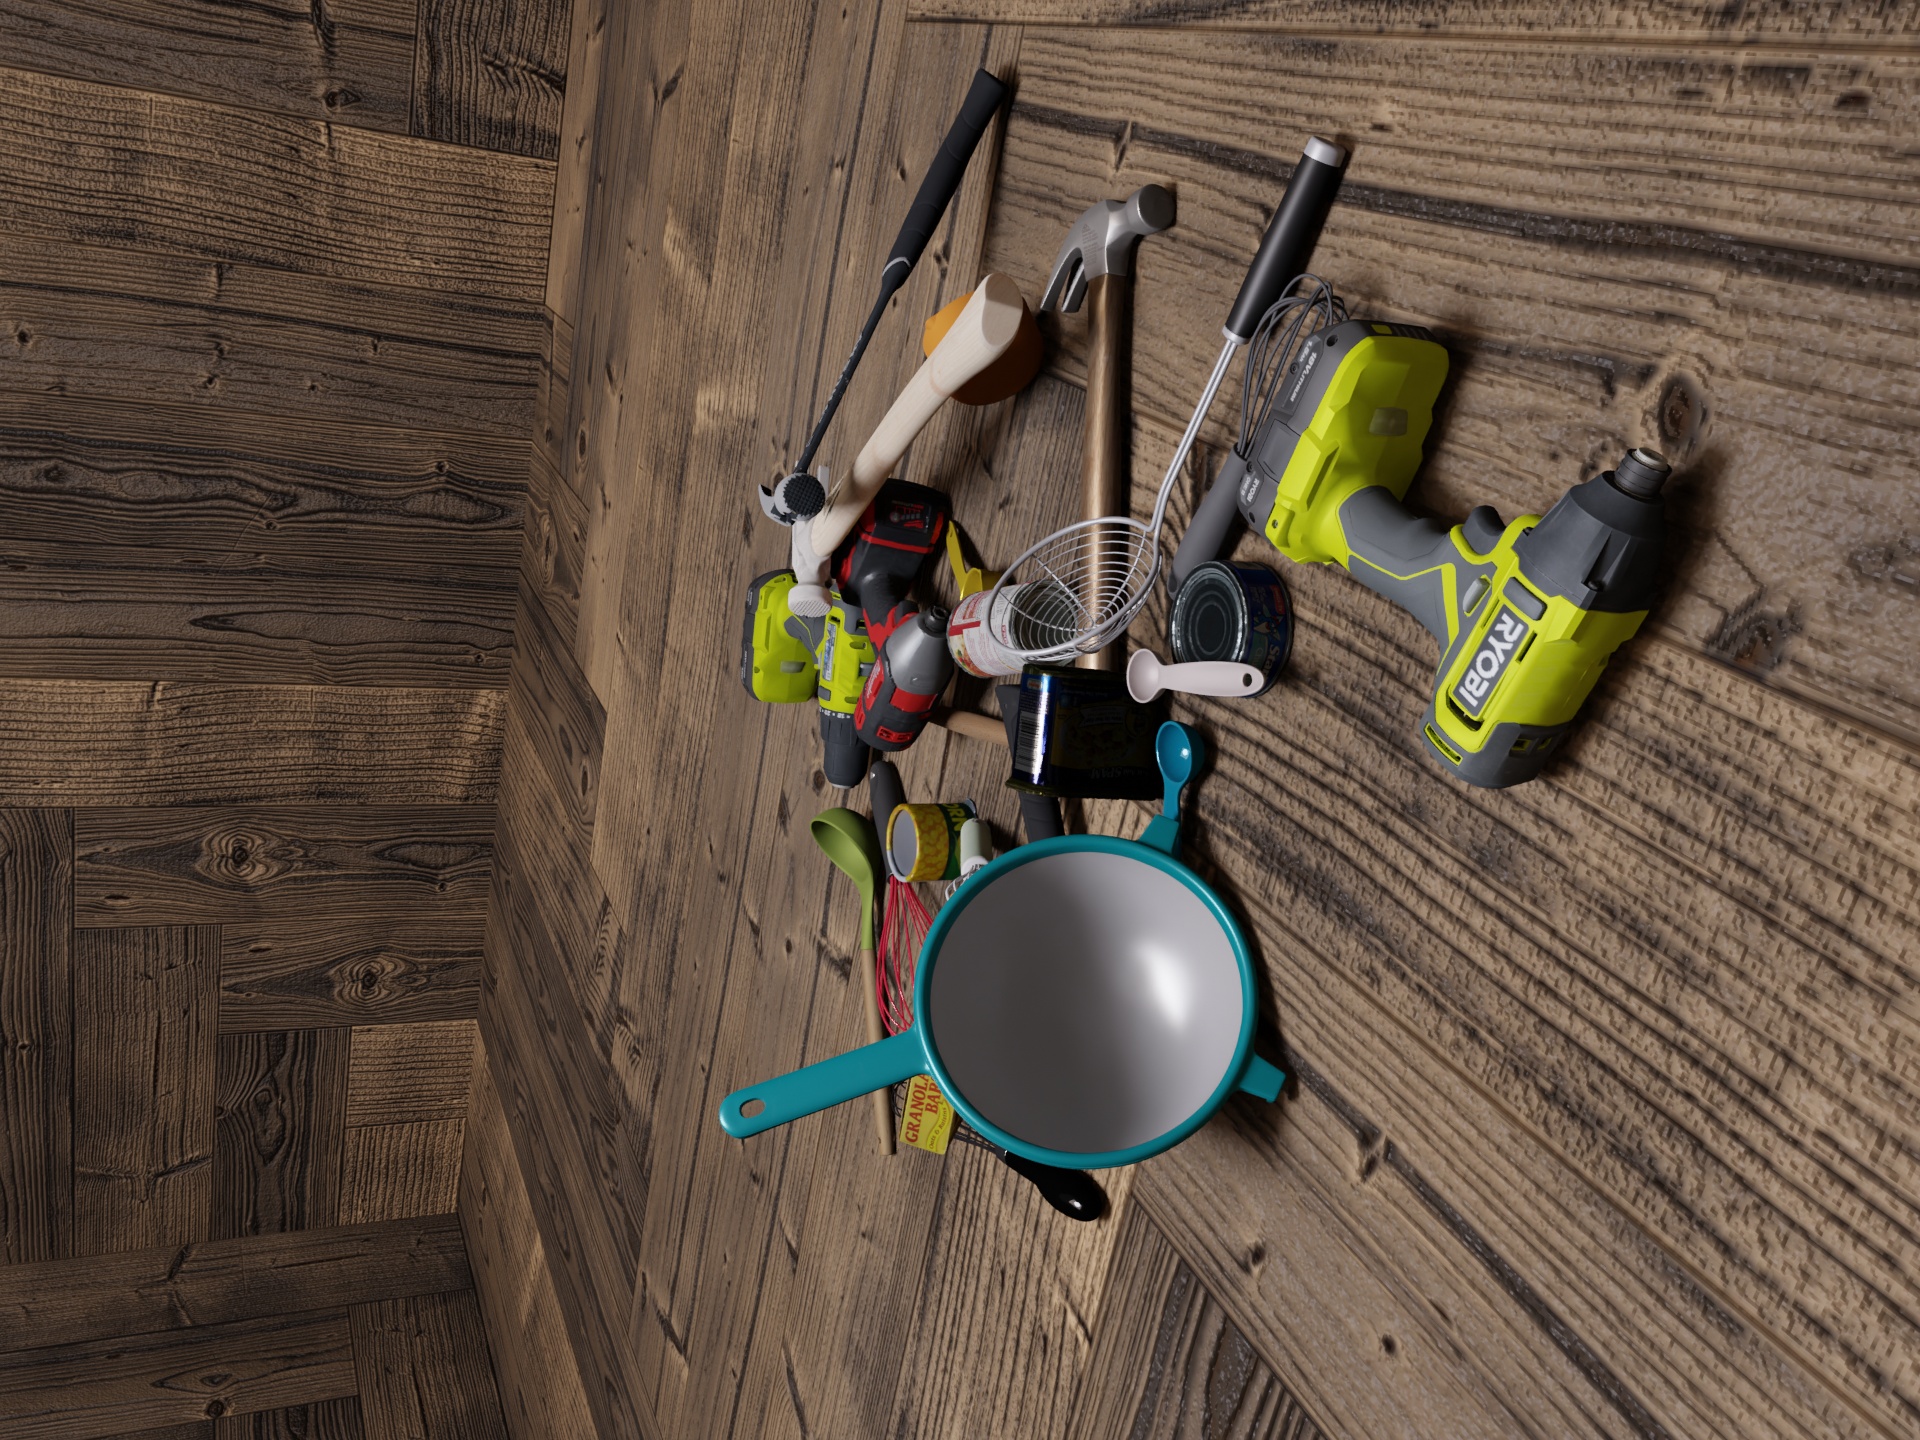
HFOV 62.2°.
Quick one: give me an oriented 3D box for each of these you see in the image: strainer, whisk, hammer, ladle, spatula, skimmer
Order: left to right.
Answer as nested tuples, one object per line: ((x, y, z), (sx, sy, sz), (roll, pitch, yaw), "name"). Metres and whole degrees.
((-0.094, 0.239, 1.468), (0.078, 0.062, 0.320), (-21, 73, 62), "ladle")
((-0.060, -0.339, 1.273), (0.409, 0.036, 0.149), (-65, 17, -5), "hammer")
((-0.054, -0.226, 1.240), (0.410, 0.038, 0.146), (140, 134, -58), "hammer")
((-0.050, 0.153, 1.386), (0.073, 0.073, 0.296), (119, 149, -43), "whisk")
((-0.002, -0.004, 1.332), (0.318, 0.044, 0.082), (17, 103, 58), "spatula")
((0.013, 0.116, 1.183), (0.059, 0.058, 0.246), (-58, 7, 10), "whisk")
((0.022, 0.321, 1.235), (0.285, 0.070, 0.070), (18, 105, 58), "whisk")
((0.020, 0.206, 1.006), (0.095, 0.340, 0.211), (75, 176, -62), "strainer")
((0.068, 0.129, 1.151), (0.146, 0.035, 0.335), (-37, 59, 57), "hammer")
((0.099, -0.197, 1.125), (0.130, 0.031, 0.331), (4, 92, 63), "hammer")
((0.121, -0.193, 0.992), (0.127, 0.090, 0.363), (-107, 35, -53), "skimmer")
((0.172, -0.162, 0.963), (0.238, 0.055, 0.055), (111, 147, -43), "whisk")

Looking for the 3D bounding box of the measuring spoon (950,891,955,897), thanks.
((0.017, 0.156, 1.294), (0.117, 0.011, 0.021), (9, 97, 63), "measuring spoon")

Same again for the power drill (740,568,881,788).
((-0.137, -0.050, 1.543), (0.229, 0.080, 0.190), (26, 112, 58), "power drill")

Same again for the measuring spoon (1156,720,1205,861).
((0.146, 0.061, 1.043), (0.042, 0.021, 0.128), (-149, 55, -60), "measuring spoon")

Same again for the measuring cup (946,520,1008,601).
((0.012, -0.122, 1.313), (0.157, 0.029, 0.062), (-105, 27, -52), "measuring cup")

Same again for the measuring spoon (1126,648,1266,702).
((0.146, -0.026, 0.970), (0.124, 0.018, 0.034), (6, 94, 57), "measuring spoon")

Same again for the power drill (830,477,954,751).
((-0.051, -0.097, 1.330), (0.143, 0.078, 0.220), (118, 152, -42), "power drill")

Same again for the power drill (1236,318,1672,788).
((0.243, -0.100, 0.790), (0.223, 0.080, 0.171), (58, 139, 42), "power drill")

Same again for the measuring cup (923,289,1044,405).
((-0.001, -0.259, 1.249), (0.173, 0.095, 0.052), (-48, 56, 41), "measuring cup")
